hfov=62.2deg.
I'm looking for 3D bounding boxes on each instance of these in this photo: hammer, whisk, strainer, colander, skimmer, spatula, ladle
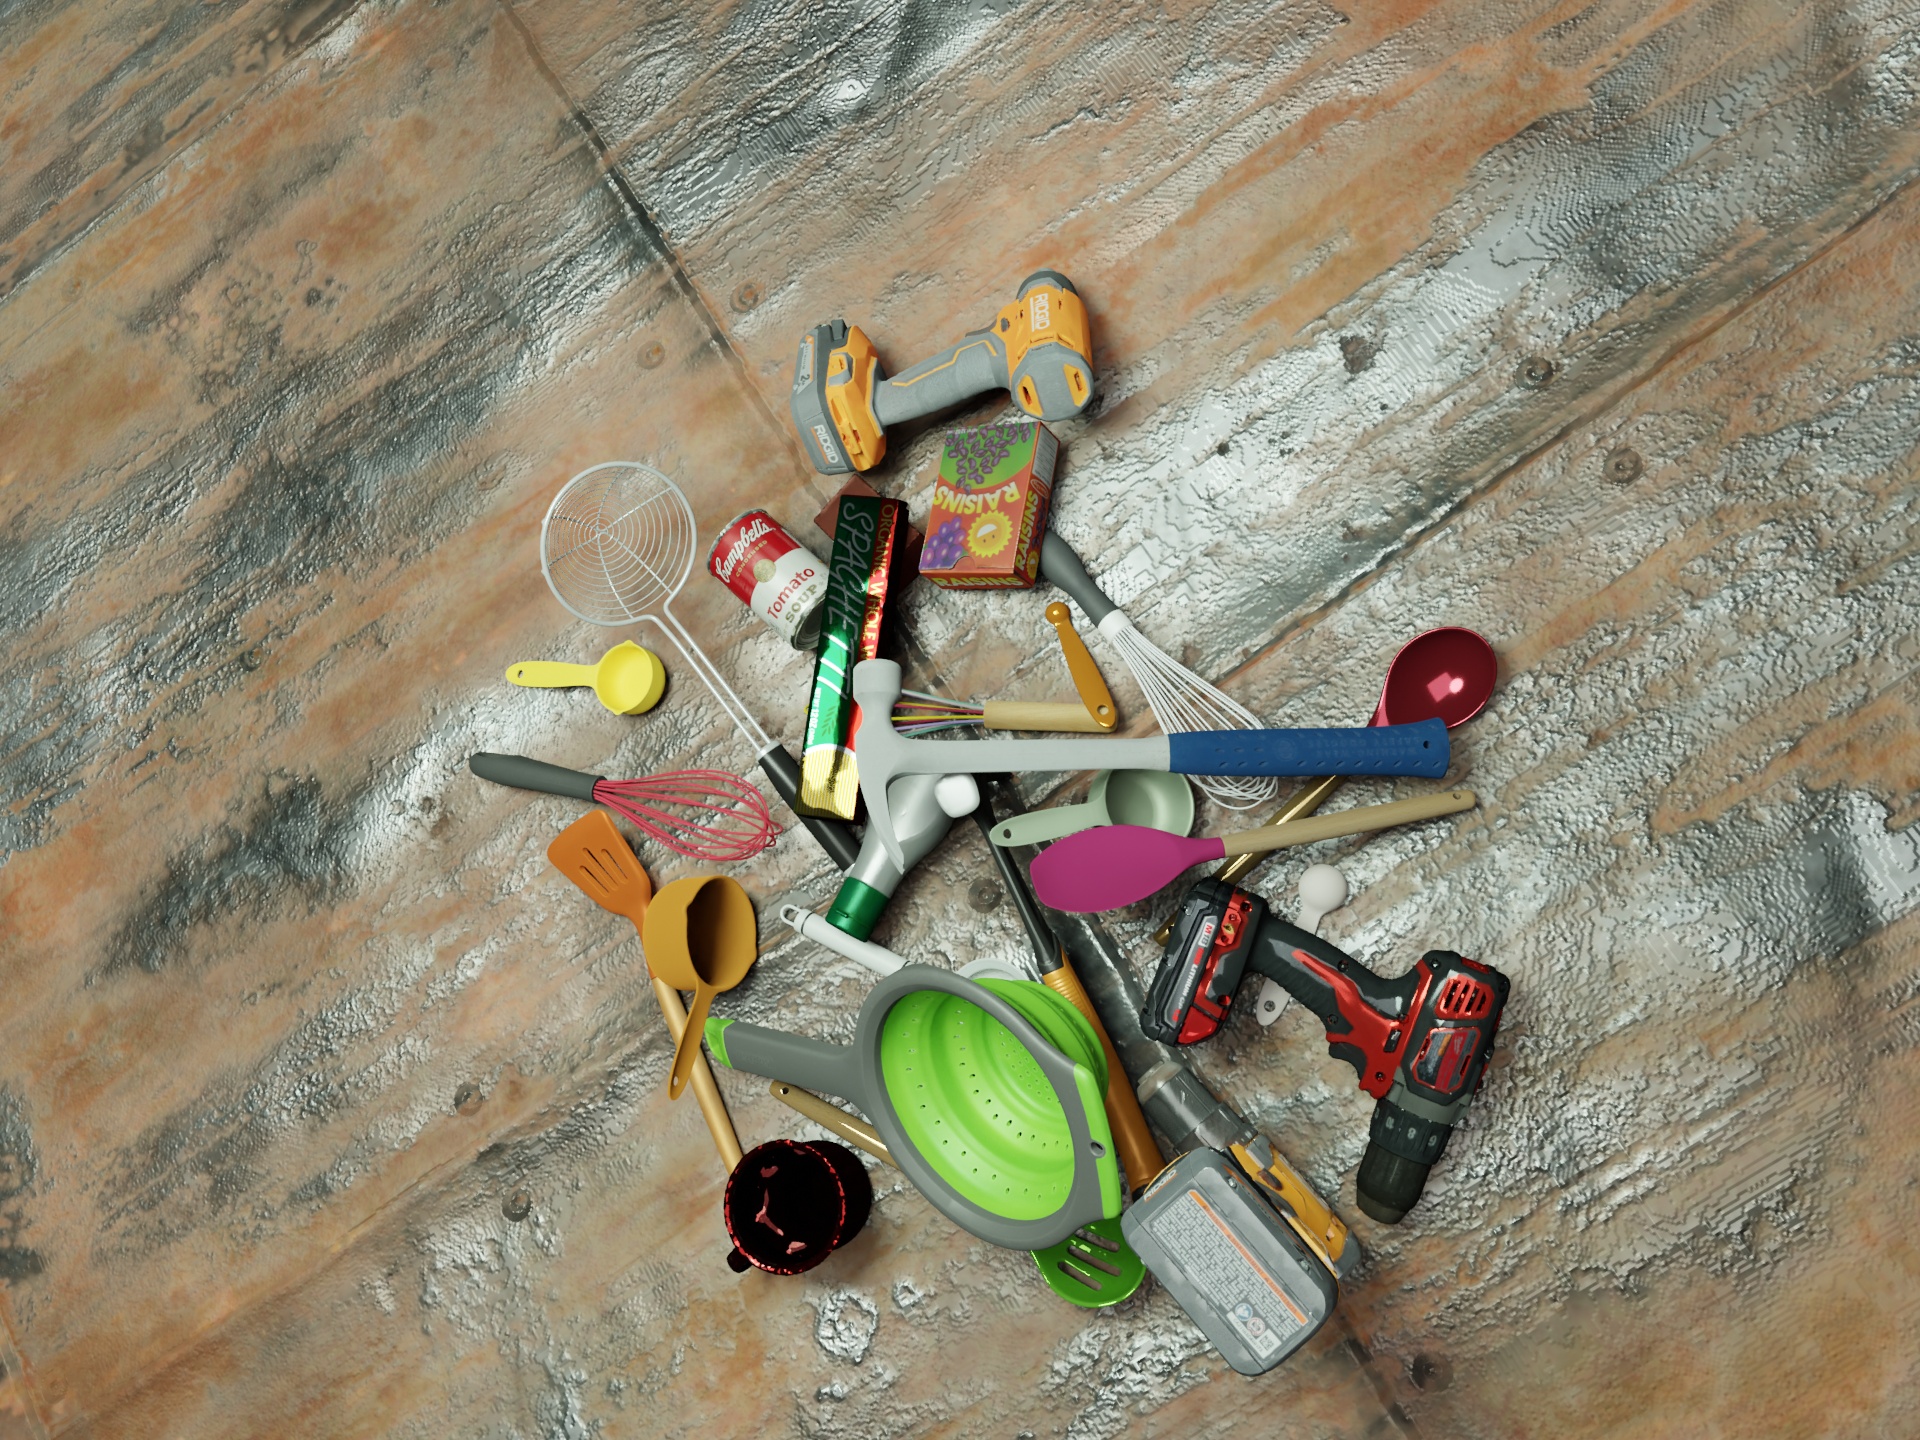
[{"bbox_3d":[0.131,0.028,1.085,0.405,0.035,0.144,-1,74,-4],"label":"hammer"},{"bbox_3d":[0.073,0.187,1.141,0.034,0.127,0.337,-26,84,12],"label":"hammer"},{"bbox_3d":[0.135,-0.047,1.178,0.070,0.070,0.285,-41,68,5],"label":"whisk"},{"bbox_3d":[-0.030,0.192,1.189,0.258,0.050,0.087,23,100,24],"label":"strainer"},{"bbox_3d":[-0.028,0.239,1.126,0.397,0.094,0.204,2,111,43],"label":"colander"},{"bbox_3d":[-0.181,-0.031,1.208,0.127,0.090,0.363,-37,86,-20],"label":"skimmer"},{"bbox_3d":[-0.232,0.224,1.239,0.081,0.041,0.323,-35,73,32],"label":"spatula"},{"bbox_3d":[-0.002,-0.003,1.215,0.245,0.047,0.051,2,80,13],"label":"whisk"},{"bbox_3d":[-0.273,0.059,1.273,0.296,0.073,0.073,11,83,22],"label":"whisk"},{"bbox_3d":[0.256,0.053,1.140,0.315,0.031,0.069,-44,80,6],"label":"ladle"}]

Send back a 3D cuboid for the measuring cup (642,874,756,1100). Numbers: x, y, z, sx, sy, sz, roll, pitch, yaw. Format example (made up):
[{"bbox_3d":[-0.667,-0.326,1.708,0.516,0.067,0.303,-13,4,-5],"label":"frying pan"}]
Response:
[{"bbox_3d":[-0.210,0.200,1.197,0.052,0.095,0.174,-4,58,29],"label":"measuring cup"}]

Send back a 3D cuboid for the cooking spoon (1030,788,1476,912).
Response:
[{"bbox_3d":[0.205,0.083,1.097,0.319,0.017,0.069,-10,48,-7],"label":"cooking spoon"}]

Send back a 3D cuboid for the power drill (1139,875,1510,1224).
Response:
[{"bbox_3d":[0.239,0.221,1.086,0.227,0.080,0.188,20,94,12],"label":"power drill"}]

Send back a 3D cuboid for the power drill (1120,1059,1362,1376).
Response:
[{"bbox_3d":[0.168,0.303,1.013,0.084,0.226,0.185,-45,74,9],"label":"power drill"}]

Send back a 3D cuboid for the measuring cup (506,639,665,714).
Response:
[{"bbox_3d":[-0.311,-0.035,1.322,0.156,0.029,0.062,3,81,28],"label":"measuring cup"}]

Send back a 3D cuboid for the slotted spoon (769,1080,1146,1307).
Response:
[{"bbox_3d":[-0.008,0.336,1.162,0.314,0.031,0.070,23,65,21],"label":"slotted spoon"}]

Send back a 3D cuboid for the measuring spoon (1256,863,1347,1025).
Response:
[{"bbox_3d":[0.239,0.160,1.129,0.034,0.018,0.124,24,88,18],"label":"measuring spoon"}]

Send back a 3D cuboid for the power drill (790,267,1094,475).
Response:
[{"bbox_3d":[-0.010,-0.280,1.234,0.226,0.084,0.164,-12,44,13],"label":"power drill"}]

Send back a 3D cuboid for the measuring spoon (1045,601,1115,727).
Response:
[{"bbox_3d":[0.091,-0.044,1.198,0.021,0.011,0.117,-19,62,-5],"label":"measuring spoon"}]

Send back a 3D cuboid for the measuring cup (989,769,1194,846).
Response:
[{"bbox_3d":[0.088,0.070,1.134,0.167,0.038,0.083,-10,80,-26],"label":"measuring cup"}]
